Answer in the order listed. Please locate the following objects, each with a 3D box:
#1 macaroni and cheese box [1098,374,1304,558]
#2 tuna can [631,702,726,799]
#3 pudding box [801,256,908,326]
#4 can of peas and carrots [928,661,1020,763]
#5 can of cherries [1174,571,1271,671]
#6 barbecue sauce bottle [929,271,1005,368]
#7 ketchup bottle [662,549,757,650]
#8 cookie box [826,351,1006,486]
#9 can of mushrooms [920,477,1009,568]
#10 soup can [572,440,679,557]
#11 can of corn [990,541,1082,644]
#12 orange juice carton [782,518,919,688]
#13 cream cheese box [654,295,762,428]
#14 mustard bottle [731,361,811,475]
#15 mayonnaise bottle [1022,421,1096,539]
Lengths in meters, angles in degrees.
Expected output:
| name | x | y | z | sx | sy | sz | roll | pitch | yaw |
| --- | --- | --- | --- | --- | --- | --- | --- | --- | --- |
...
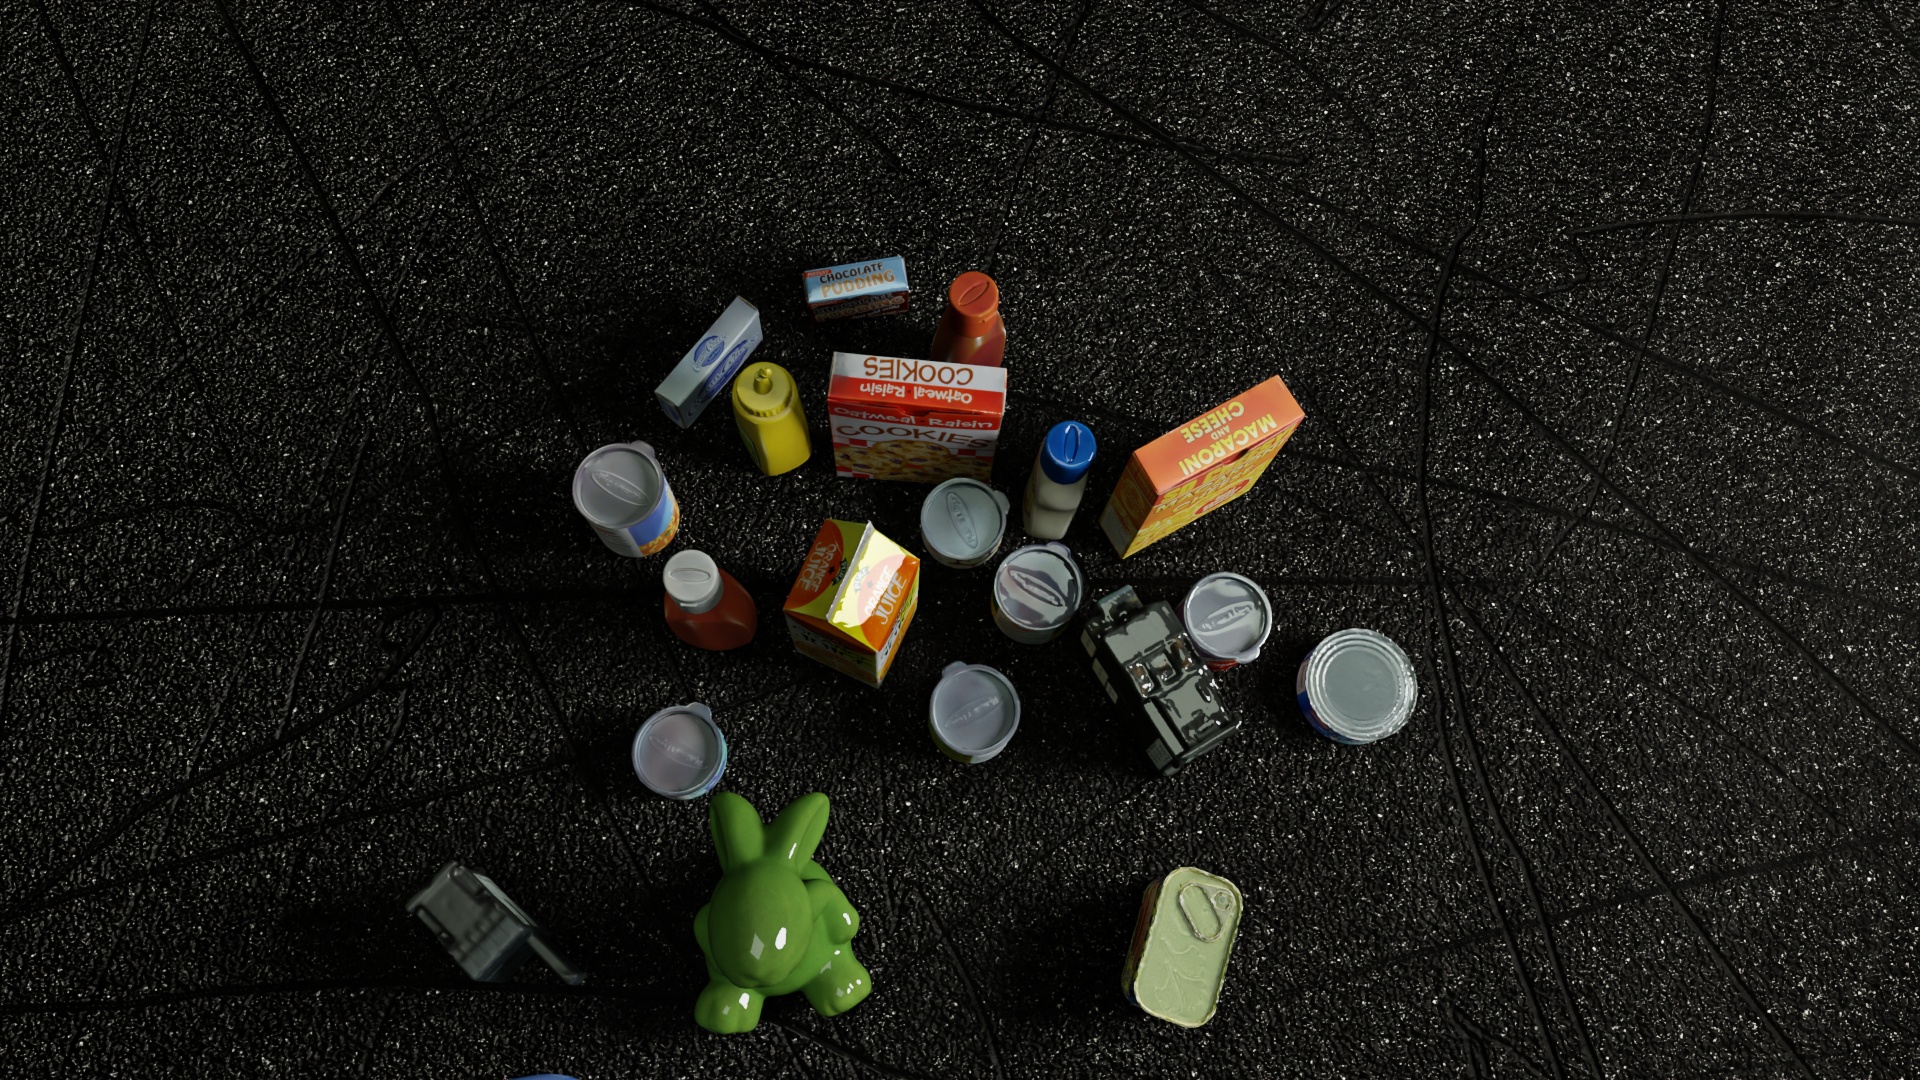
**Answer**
| name | x | y | z | sx | sy | sz | roll | pitch | yaw |
| --- | --- | --- | --- | --- | --- | --- | --- | --- | --- |
| macaroni and cheese box | 0.176 | -0.050 | 1.036 | 0.124 | 0.166 | 0.040 | -28 | 77 | -10 |
| tuna can | -0.206 | 0.155 | 1.026 | 0.071 | 0.032 | 0.071 | 1 | 74 | -3 |
| pudding box | -0.084 | -0.203 | 1.129 | 0.084 | 0.049 | 0.030 | -10 | 75 | -6 |
| can of peas and carrots | 0.008 | 0.128 | 1.031 | 0.071 | 0.058 | 0.071 | 1 | 74 | -3 |
| can of cherries | 0.198 | 0.065 | 1.060 | 0.071 | 0.058 | 0.071 | 1 | 74 | -3 |
| barbecue sauce bottle | 0.007 | -0.157 | 1.069 | 0.065 | 0.148 | 0.044 | -39 | 79 | -12 |
| ketchup bottle | -0.184 | 0.044 | 1.000 | 0.065 | 0.148 | 0.043 | 4 | 74 | -2 |
| cookie box | -0.033 | -0.085 | 1.036 | 0.123 | 0.167 | 0.040 | 5 | 74 | -1 |
| can of mushrooms | 0.004 | -0.014 | 1.086 | 0.071 | 0.033 | 0.071 | 1 | 74 | -3 |
| soup can | -0.250 | -0.031 | 1.052 | 0.071 | 0.083 | 0.071 | 1 | 74 | -3 |
| can of corn | 0.058 | 0.040 | 1.060 | 0.071 | 0.058 | 0.071 | 1 | 74 | -3 |
| orange juice carton | -0.076 | 0.044 | 0.982 | 0.073 | 0.192 | 0.072 | 24 | 74 | 4 |
| cream cheese box | -0.198 | -0.140 | 1.103 | 0.024 | 0.053 | 0.104 | 36 | 75 | 7 |
| mustard bottle | -0.144 | -0.098 | 1.037 | 0.049 | 0.159 | 0.065 | -27 | 77 | -10 |
| mayonnaise bottle | 0.073 | -0.048 | 1.040 | 0.041 | 0.147 | 0.065 | 7 | 74 | -1 |
